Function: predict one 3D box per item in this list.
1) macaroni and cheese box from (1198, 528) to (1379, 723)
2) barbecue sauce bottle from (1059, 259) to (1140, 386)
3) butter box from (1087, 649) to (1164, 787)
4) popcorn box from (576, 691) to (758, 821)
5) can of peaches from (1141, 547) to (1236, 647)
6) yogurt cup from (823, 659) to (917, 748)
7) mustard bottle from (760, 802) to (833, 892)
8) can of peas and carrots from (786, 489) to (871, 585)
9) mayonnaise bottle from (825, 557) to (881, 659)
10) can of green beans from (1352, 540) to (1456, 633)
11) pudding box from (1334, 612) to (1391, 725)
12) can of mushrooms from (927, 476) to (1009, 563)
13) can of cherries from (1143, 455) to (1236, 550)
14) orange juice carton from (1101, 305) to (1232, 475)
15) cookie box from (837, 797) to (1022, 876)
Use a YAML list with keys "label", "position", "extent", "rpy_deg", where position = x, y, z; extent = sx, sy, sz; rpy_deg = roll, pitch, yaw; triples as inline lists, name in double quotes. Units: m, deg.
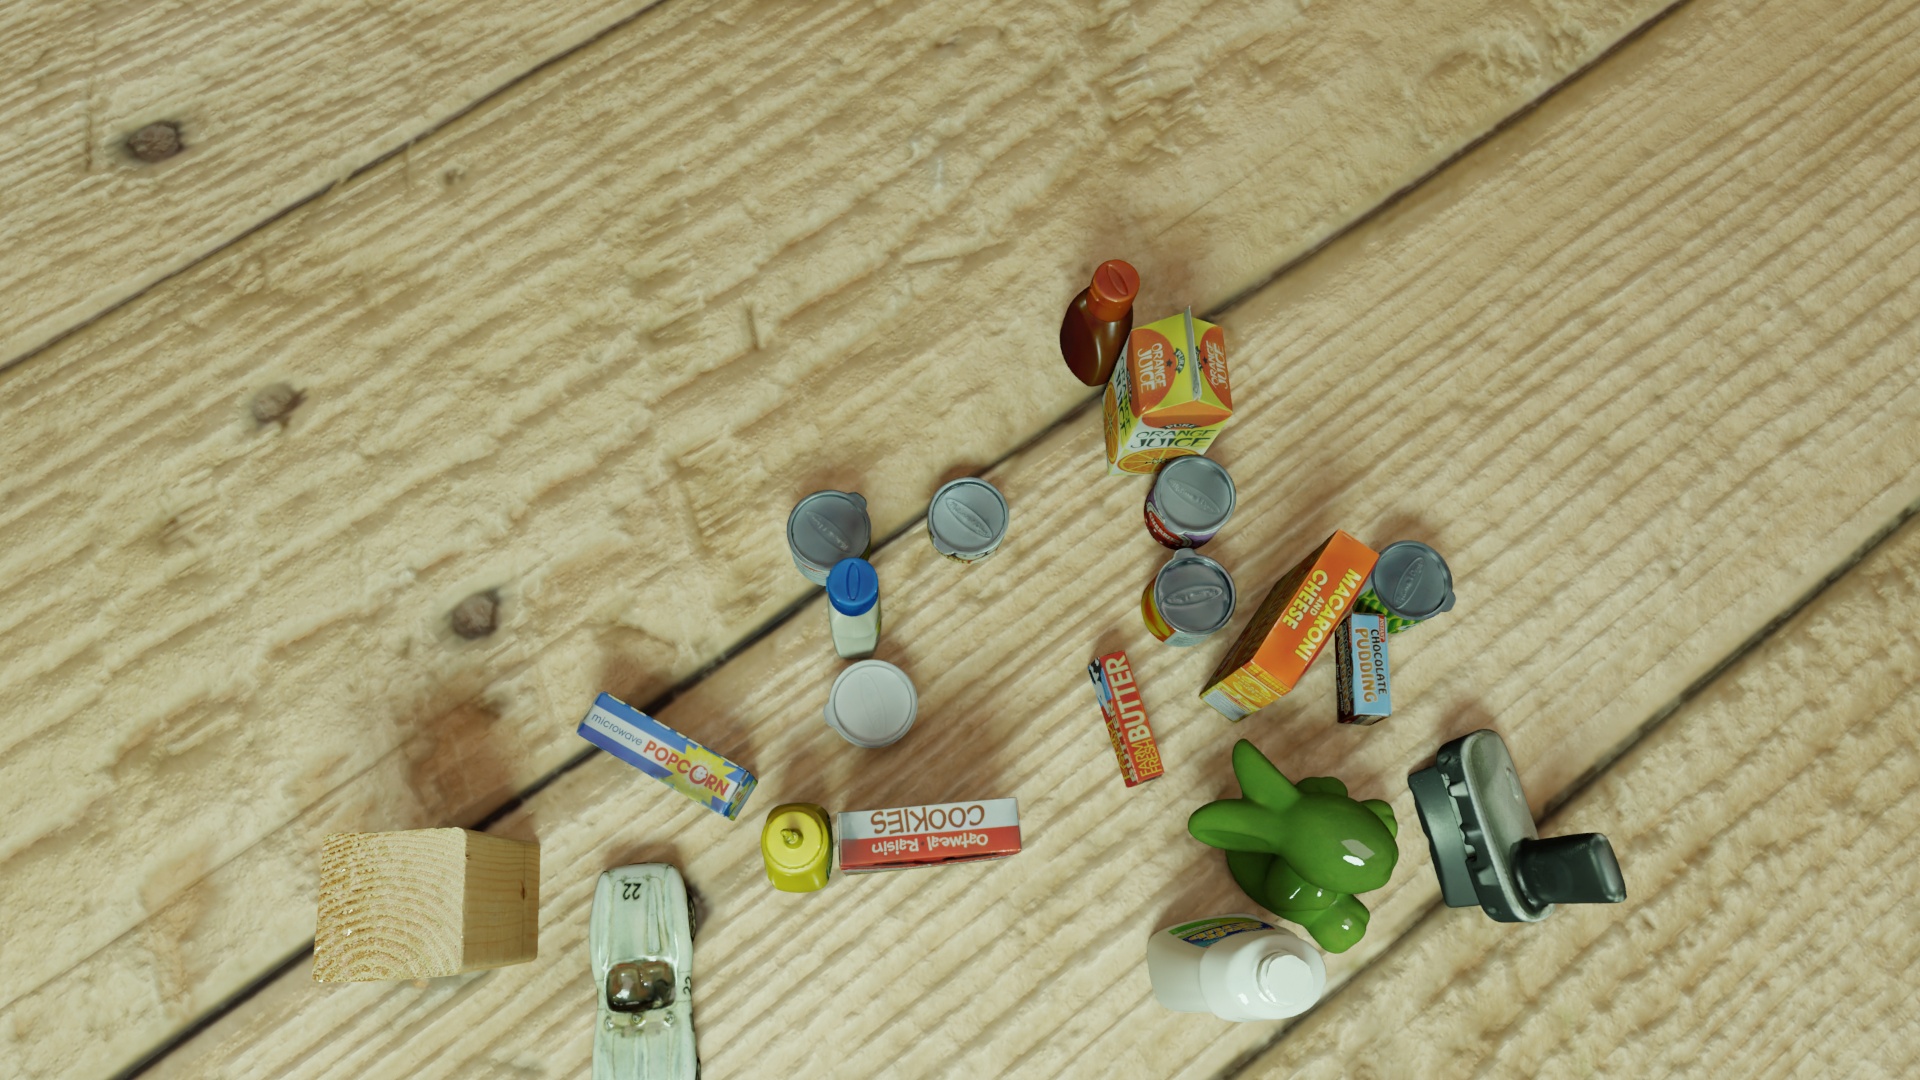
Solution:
- label: "macaroni and cheese box"
  position: [0.248, 0.069, 1.060]
  extent: [0.040, 0.166, 0.124]
  rpy_deg: [36, 76, 6]
- label: "barbecue sauce bottle"
  position: [0.114, -0.179, 1.131]
  extent: [0.044, 0.148, 0.065]
  rpy_deg: [-25, 78, -10]
- label: "butter box"
  position: [0.130, 0.141, 1.091]
  extent: [0.024, 0.053, 0.103]
  rpy_deg: [-15, 76, -8]
- label: "popcorn box"
  position: [-0.219, 0.163, 1.045]
  extent: [0.127, 0.085, 0.038]
  rpy_deg: [28, 75, 4]
- label: "can of peaches"
  position: [0.182, 0.047, 1.118]
  extent: [0.071, 0.058, 0.071]
  rpy_deg: [1, 74, -3]
- label: "yogurt cup"
  position: [-0.068, 0.130, 1.081]
  extent: [0.072, 0.053, 0.072]
  rpy_deg: [1, 74, -3]
- label: "mustard bottle"
  position: [-0.117, 0.219, 0.997]
  extent: [0.049, 0.159, 0.065]
  rpy_deg: [-1, 75, -4]
- label: "can of peas and carrots"
  position: [-0.103, -0.003, 1.113]
  extent: [0.071, 0.058, 0.071]
  rpy_deg: [1, 74, -3]
- label: "mayonnaise bottle"
  position: [-0.080, 0.048, 1.054]
  extent: [0.041, 0.147, 0.065]
  rpy_deg: [1, 75, -3]
- label: "can of green beans"
  position: [0.358, 0.039, 1.132]
  extent: [0.071, 0.057, 0.071]
  rpy_deg: [1, 74, -3]
- label: "pudding box"
  position: [0.323, 0.104, 1.116]
  extent: [0.030, 0.049, 0.084]
  rpy_deg: [3, 74, -3]
- label: "can of mushrooms"
  position: [0.004, -0.014, 1.137]
  extent: [0.071, 0.033, 0.071]
  rpy_deg: [1, 74, -3]
- label: "can of cherries"
  position: [0.185, -0.028, 1.139]
  extent: [0.071, 0.058, 0.071]
  rpy_deg: [1, 74, -3]
- label: "orange juice carton"
  position: [0.163, -0.113, 1.092]
  extent: [0.073, 0.192, 0.072]
  rpy_deg: [-2, 75, -4]
- label: "cookie box"
  position: [-0.025, 0.216, 1.000]
  extent: [0.123, 0.167, 0.040]
  rpy_deg: [-5, 75, -5]
